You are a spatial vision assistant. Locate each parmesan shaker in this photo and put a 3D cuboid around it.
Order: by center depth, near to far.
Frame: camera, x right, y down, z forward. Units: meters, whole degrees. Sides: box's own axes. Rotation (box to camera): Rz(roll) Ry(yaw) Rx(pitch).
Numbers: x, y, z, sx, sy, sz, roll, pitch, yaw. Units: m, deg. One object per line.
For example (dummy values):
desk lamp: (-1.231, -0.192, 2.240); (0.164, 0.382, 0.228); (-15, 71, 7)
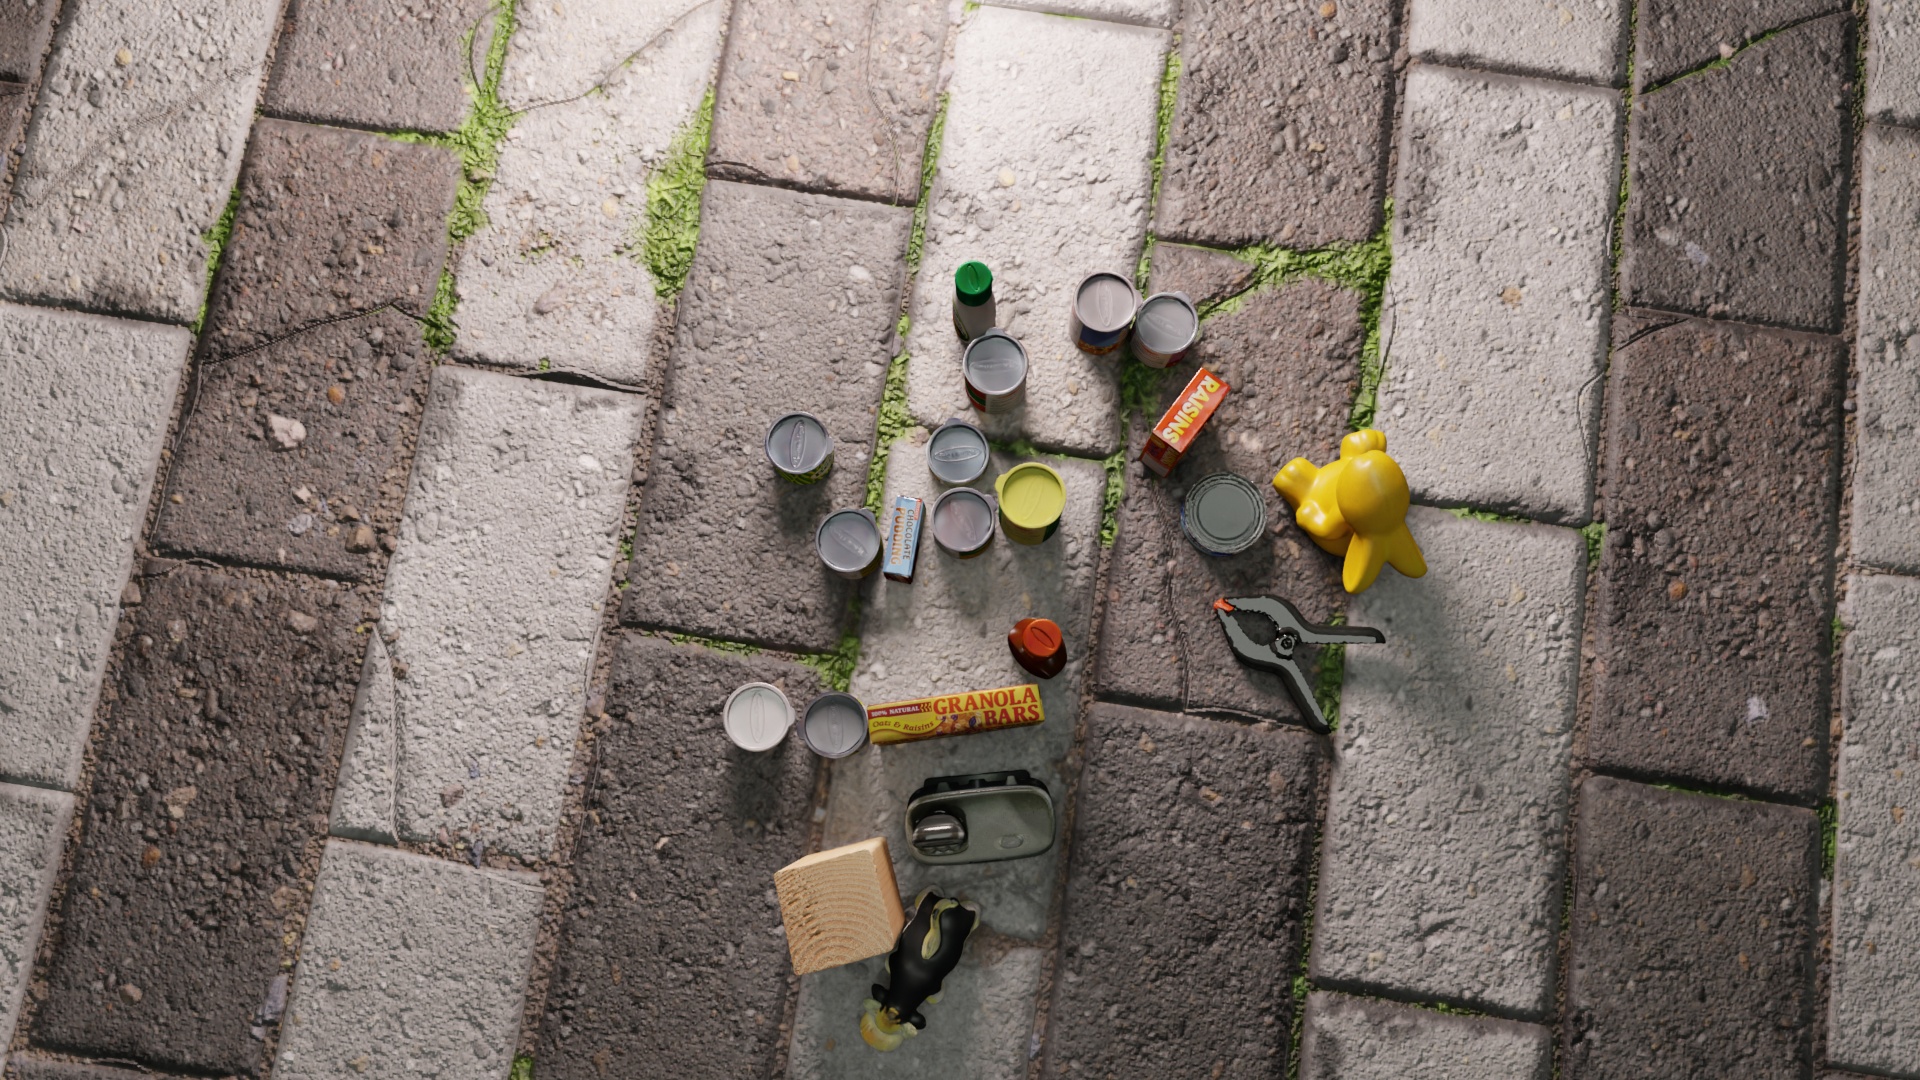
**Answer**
parmesan shaker: (0.069, -0.037, 1.406); (0.071, 0.103, 0.071); (0, 80, 1)

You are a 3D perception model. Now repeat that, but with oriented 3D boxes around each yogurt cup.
yogurt cup: (-0.201, 0.178, 1.396); (0.072, 0.054, 0.072); (0, 80, 1)

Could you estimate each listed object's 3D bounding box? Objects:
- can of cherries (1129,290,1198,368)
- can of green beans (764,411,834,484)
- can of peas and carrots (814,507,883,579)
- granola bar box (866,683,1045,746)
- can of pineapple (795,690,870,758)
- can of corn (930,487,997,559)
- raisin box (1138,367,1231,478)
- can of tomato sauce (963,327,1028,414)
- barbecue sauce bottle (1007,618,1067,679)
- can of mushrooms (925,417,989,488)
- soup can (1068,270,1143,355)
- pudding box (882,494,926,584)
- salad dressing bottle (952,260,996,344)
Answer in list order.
can of cherries: (0.215, -0.221, 1.459); (0.071, 0.058, 0.071); (0, 80, 1)
can of green beans: (-0.166, -0.095, 1.441); (0.071, 0.057, 0.071); (0, 80, 1)
can of peas and carrots: (-0.112, 0.002, 1.423); (0.071, 0.058, 0.071); (0, 80, 1)
granola bar box: (-0.004, 0.171, 1.359); (0.166, 0.124, 0.039); (-8, 81, -1)
can of pineapple: (-0.125, 0.185, 1.392); (0.071, 0.058, 0.071); (0, 80, 1)
can of corn: (0.005, -0.018, 1.426); (0.071, 0.058, 0.071); (0, 80, 1)
raisin box: (0.226, -0.117, 1.408); (0.040, 0.123, 0.086); (38, 83, 6)
can of tomato sauce: (0.036, -0.174, 1.440); (0.071, 0.083, 0.071); (0, 80, 1)
barbecue sauce bottle: (0.077, 0.103, 1.358); (0.065, 0.148, 0.044); (44, 84, 7)
can of mushrooms: (-0.003, -0.091, 1.451); (0.071, 0.033, 0.071); (0, 80, 1)
soup can: (0.150, -0.236, 1.450); (0.071, 0.083, 0.071); (0, 80, 1)
pudding box: (-0.057, -0.001, 1.428); (0.030, 0.049, 0.084); (10, 80, 2)
salad dressing bottle: (0.014, -0.244, 1.420); (0.044, 0.147, 0.064); (-17, 81, -2)
